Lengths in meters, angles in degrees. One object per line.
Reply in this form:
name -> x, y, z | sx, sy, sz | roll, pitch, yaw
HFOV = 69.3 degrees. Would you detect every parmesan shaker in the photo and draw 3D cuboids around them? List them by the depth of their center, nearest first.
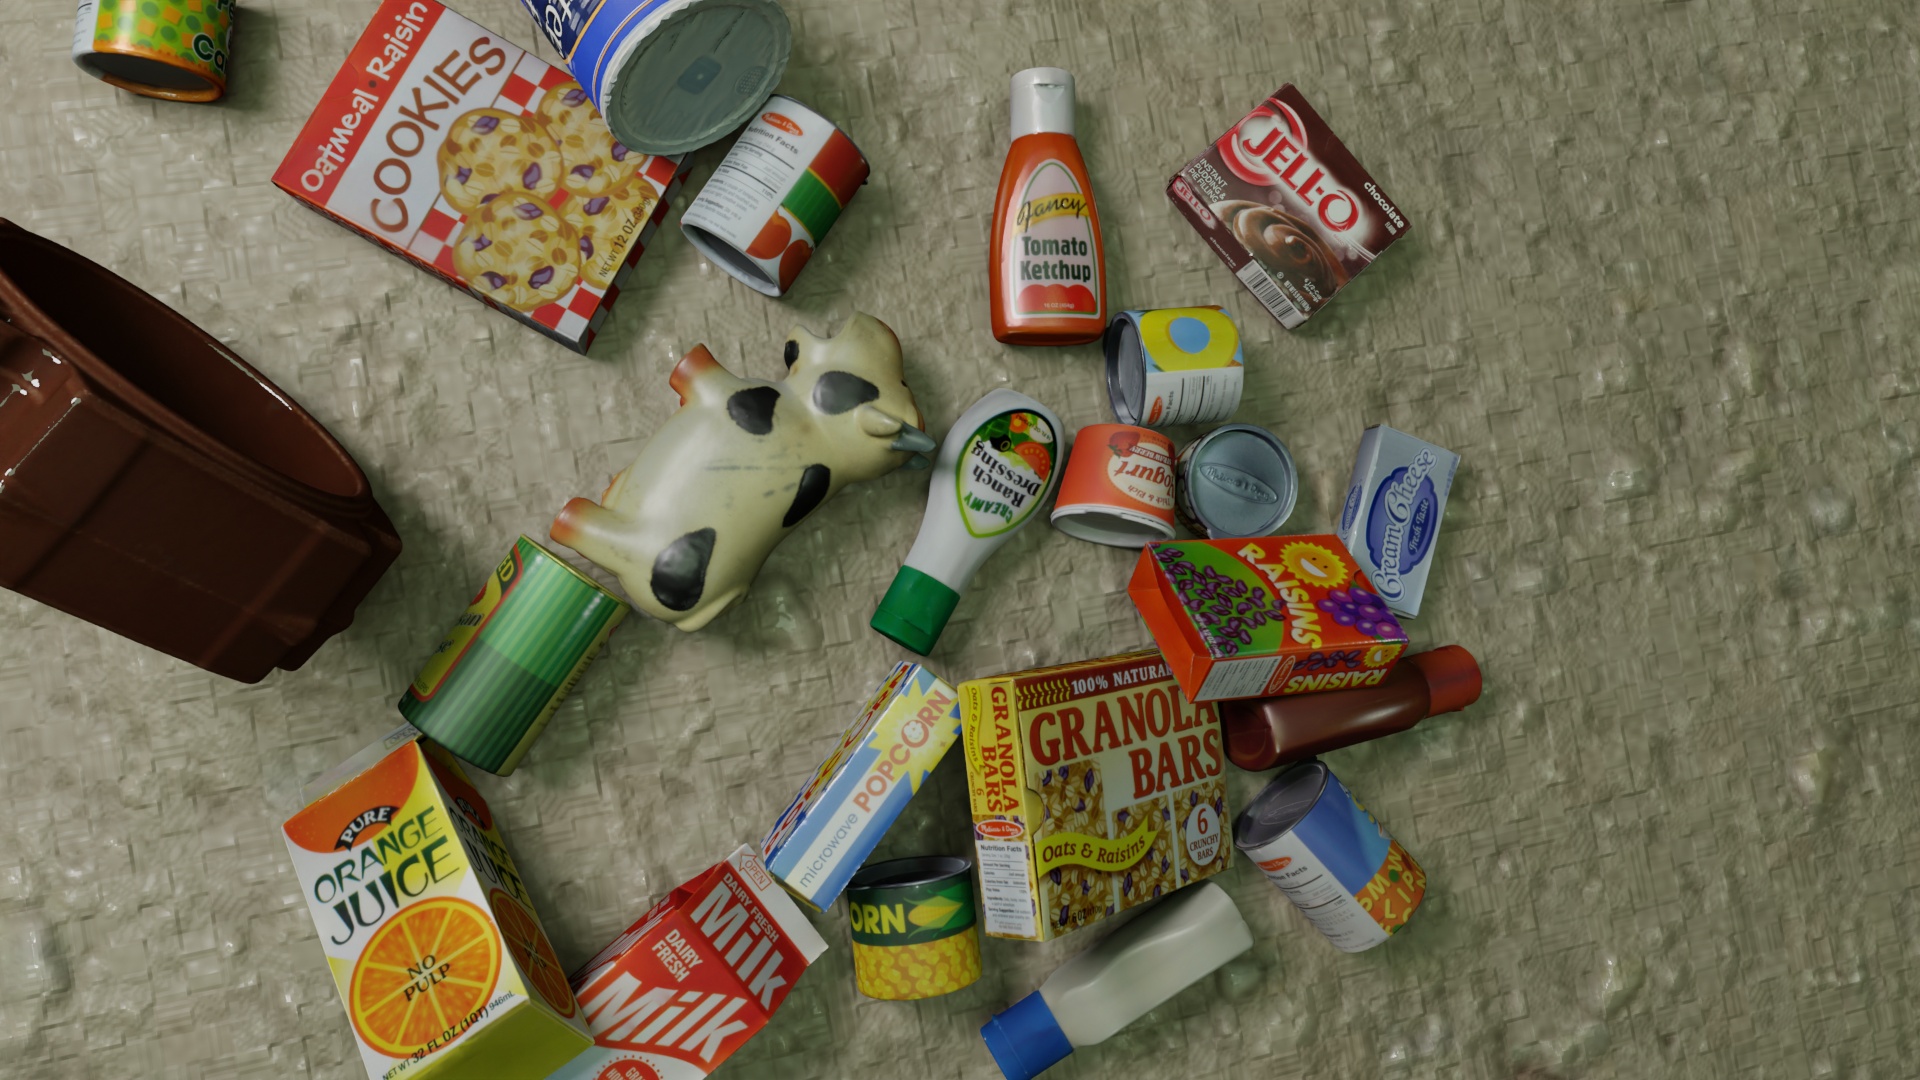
parmesan shaker -> -0.221, 0.057, 0.688 | 0.071, 0.071, 0.103 | 35, 81, -7

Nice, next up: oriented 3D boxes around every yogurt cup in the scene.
yogurt cup -> 0.087, -0.030, 0.758 | 0.072, 0.072, 0.054 | 12, 76, -10

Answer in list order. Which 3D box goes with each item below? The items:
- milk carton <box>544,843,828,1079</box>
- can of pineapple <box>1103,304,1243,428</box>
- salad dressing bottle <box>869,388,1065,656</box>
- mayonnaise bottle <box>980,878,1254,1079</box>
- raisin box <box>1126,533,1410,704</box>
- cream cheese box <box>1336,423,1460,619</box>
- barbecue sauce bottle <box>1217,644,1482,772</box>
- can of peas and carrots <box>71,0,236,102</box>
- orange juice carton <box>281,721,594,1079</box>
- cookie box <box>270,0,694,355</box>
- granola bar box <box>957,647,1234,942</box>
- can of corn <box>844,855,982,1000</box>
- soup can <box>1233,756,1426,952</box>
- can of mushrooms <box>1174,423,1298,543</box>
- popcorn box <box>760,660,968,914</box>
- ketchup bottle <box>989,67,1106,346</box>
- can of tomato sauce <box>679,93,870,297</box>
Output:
milk carton -> -0.160, 0.239, 0.686 | 0.191, 0.073, 0.072 | -38, 93, -11
can of pineapple -> 0.117, -0.097, 0.767 | 0.058, 0.071, 0.071 | -6, 87, -12
salad dressing bottle -> 0.003, -0.009, 0.749 | 0.064, 0.044, 0.148 | 32, 81, -19
mayonnaise bottle -> 0.082, 0.236, 0.740 | 0.148, 0.064, 0.041 | -31, 90, -7
raisin box -> 0.163, 0.039, 0.740 | 0.123, 0.039, 0.086 | -2, 43, -22
cream cheese box -> 0.250, -0.010, 0.806 | 0.053, 0.024, 0.104 | 18, 83, -9
barbecue sauce bottle -> 0.221, 0.091, 0.776 | 0.149, 0.064, 0.044 | -11, 81, -20
can of peas and carrots -> -0.392, -0.254, 0.682 | 0.071, 0.071, 0.058 | 6, 86, -10
orange juice carton -> -0.252, 0.168, 0.650 | 0.072, 0.072, 0.193 | -33, 56, -10
cookie box -> -0.242, -0.191, 0.718 | 0.167, 0.040, 0.123 | 28, 82, -7
granola bar box -> 0.075, 0.123, 0.712 | 0.166, 0.039, 0.124 | -4, 86, -47
can of corn -> -0.026, 0.199, 0.717 | 0.071, 0.071, 0.058 | -7, 88, -11
soup can -> 0.205, 0.172, 0.764 | 0.071, 0.071, 0.084 | -45, 95, -10
can of mushrooms -> 0.152, -0.029, 0.784 | 0.071, 0.033, 0.071 | 1, 86, -11
popcorn box -> -0.049, 0.122, 0.709 | 0.038, 0.085, 0.127 | 38, 81, -5
ketchup bottle -> 0.047, -0.184, 0.771 | 0.065, 0.043, 0.149 | -1, 86, -11
can of tomato sauce -> -0.097, -0.179, 0.733 | 0.071, 0.071, 0.083 | 34, 81, -7
